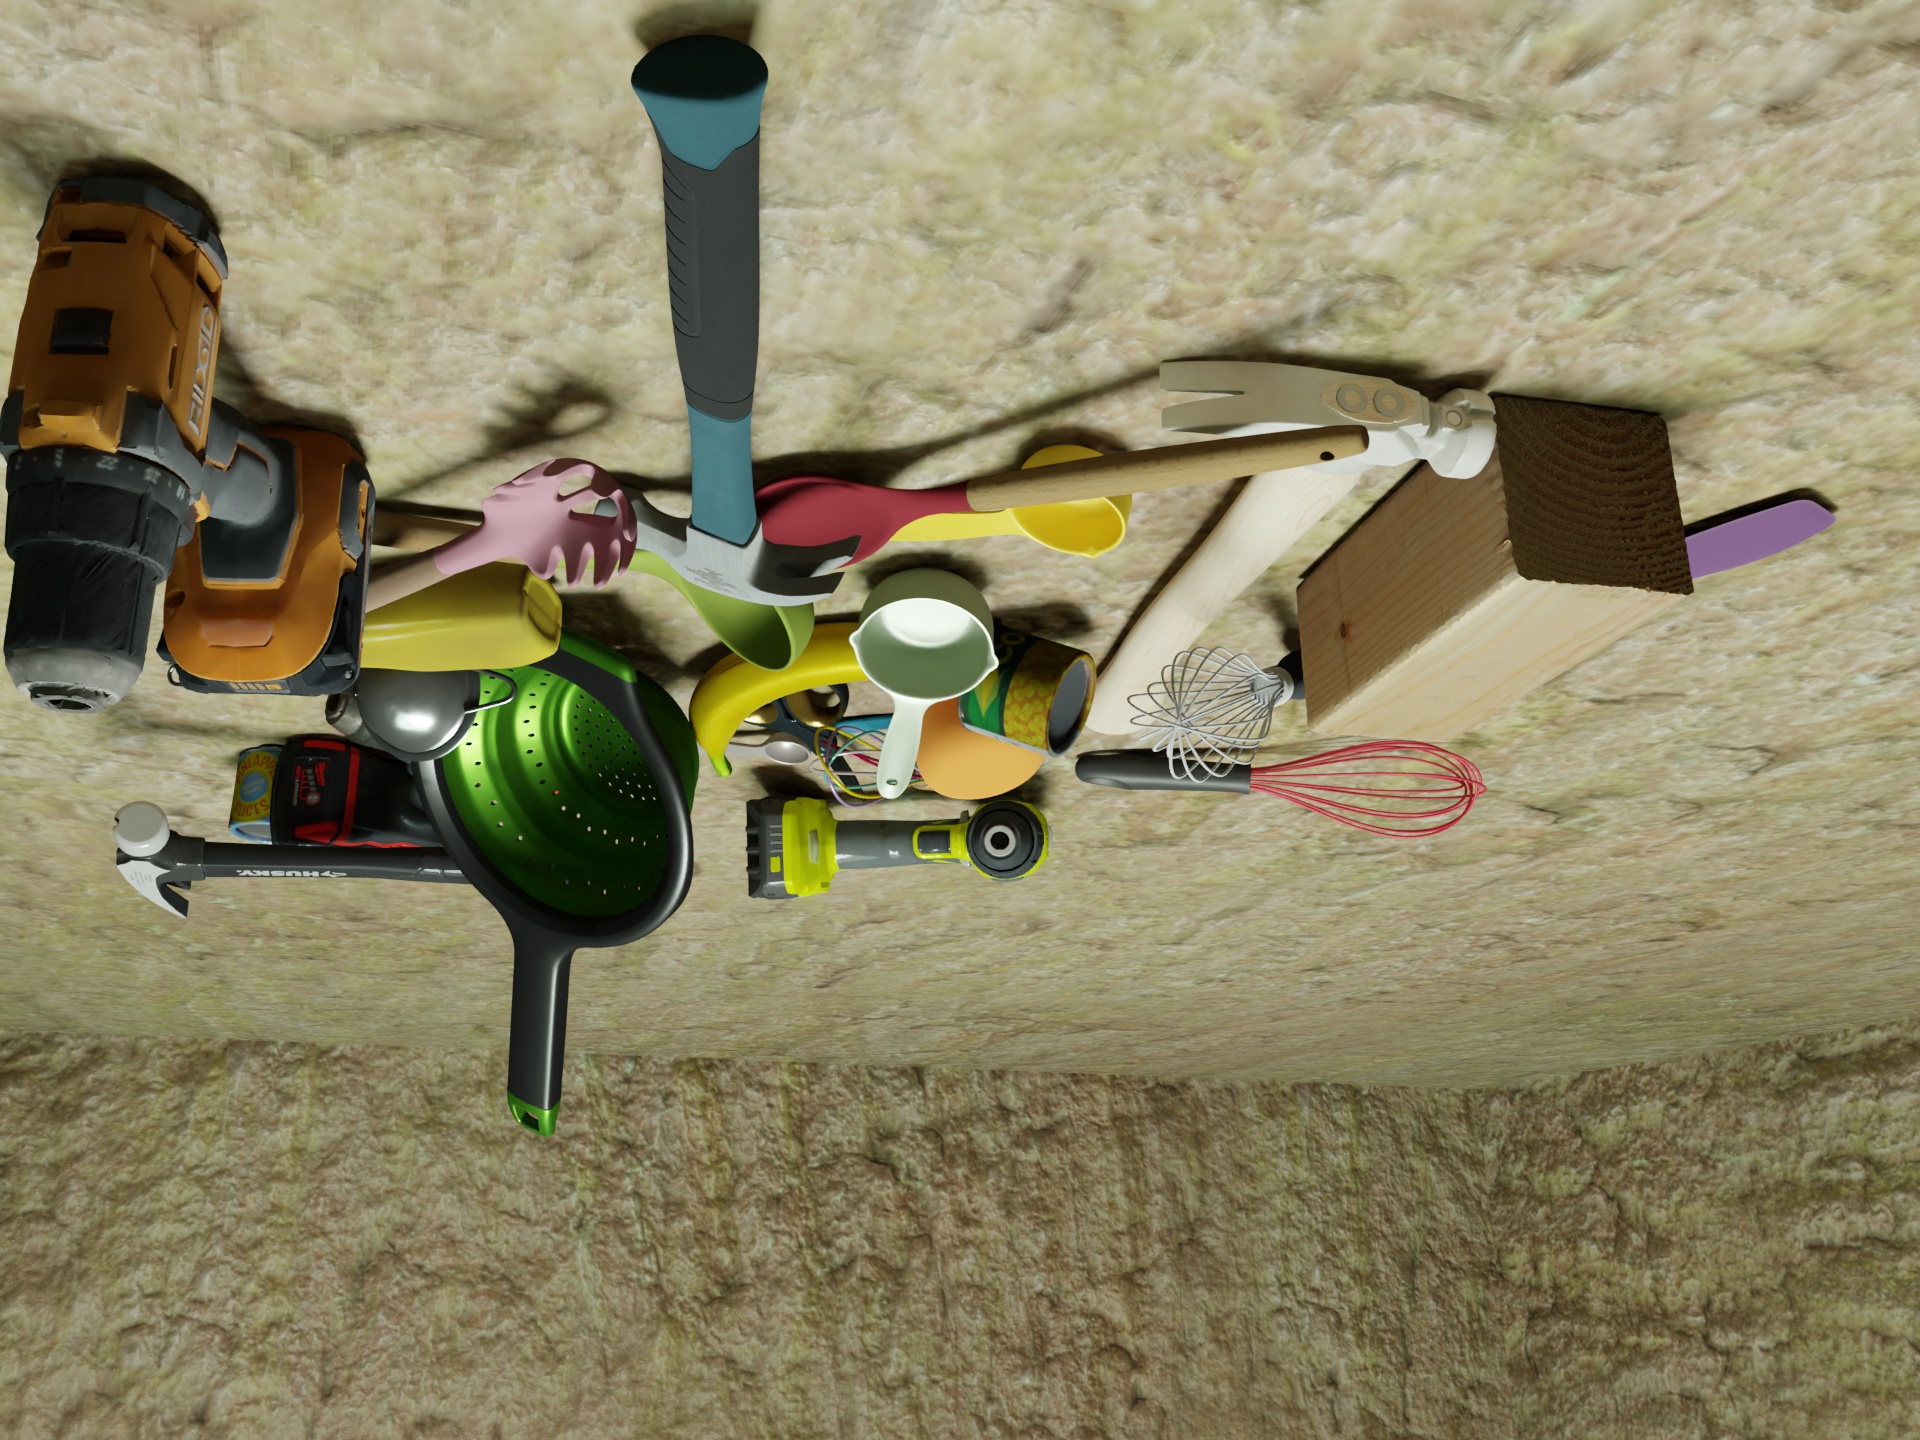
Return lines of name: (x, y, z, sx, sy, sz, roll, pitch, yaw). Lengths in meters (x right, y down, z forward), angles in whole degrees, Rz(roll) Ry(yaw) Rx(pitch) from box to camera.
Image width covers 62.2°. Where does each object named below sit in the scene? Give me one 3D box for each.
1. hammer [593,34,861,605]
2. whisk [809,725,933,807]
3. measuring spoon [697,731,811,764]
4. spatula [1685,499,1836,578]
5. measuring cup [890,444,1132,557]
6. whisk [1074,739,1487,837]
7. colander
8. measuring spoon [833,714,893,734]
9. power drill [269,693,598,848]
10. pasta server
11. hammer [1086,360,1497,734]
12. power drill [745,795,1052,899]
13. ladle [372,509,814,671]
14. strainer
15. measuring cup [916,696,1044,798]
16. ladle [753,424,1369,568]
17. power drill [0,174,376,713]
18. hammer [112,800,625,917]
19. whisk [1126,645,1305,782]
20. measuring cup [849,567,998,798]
hammer: (-0.098, -0.136, 0.631, 0.128, 0.033, 0.330, 22, 156, 3)
whisk: (-0.037, 0.032, 1.102, 0.047, 0.051, 0.244, 34, -171, 23)
measuring spoon: (-0.166, 0.014, 1.133, 0.124, 0.018, 0.034, 4, 151, 9)
spatula: (0.330, -0.063, 0.907, 0.059, 0.018, 0.316, 15, 155, -40)
measuring cup: (0.013, -0.106, 0.775, 0.156, 0.029, 0.062, 2, 149, 35)
whisk: (0.231, 0.044, 1.162, 0.296, 0.073, 0.073, 3, 161, 9)
colander: (-0.244, 0.099, 1.023, 0.204, 0.094, 0.396, 21, 121, 16)
measuring spoon: (-0.041, 0.009, 1.098, 0.128, 0.021, 0.042, -6, 160, 11)
power drill: (-0.384, 0.032, 1.087, 0.227, 0.080, 0.187, -19, 154, 36)
pasta server: (-0.270, -0.066, 0.766, 0.316, 0.040, 0.060, -14, 124, 32)
hammer: (0.120, -0.071, 0.855, 0.146, 0.038, 0.410, 5, 161, -10)
power drill: (-0.044, 0.094, 1.218, 0.228, 0.080, 0.190, -2, 176, 5)
ladle: (-0.231, -0.078, 0.801, 0.320, 0.062, 0.078, 7, 153, -14)
strainer: (-0.381, -0.022, 0.943, 0.258, 0.087, 0.050, 3, -177, 25)
measuring cup: (-0.002, -0.003, 1.000, 0.095, 0.052, 0.173, -21, 150, 11)
ladle: (0.027, -0.103, 0.708, 0.315, 0.031, 0.069, -3, 151, 34)
power drill: (-0.301, -0.072, 0.625, 0.084, 0.185, 0.226, 0, 164, -5)
hammer: (-0.400, 0.102, 1.114, 0.334, 0.035, 0.146, 3, 155, -19)
whisk: (0.163, -0.015, 0.871, 0.070, 0.070, 0.284, -11, -178, 27)
measuring cup: (-0.027, -0.020, 0.910, 0.083, 0.038, 0.167, 10, 136, -6)
